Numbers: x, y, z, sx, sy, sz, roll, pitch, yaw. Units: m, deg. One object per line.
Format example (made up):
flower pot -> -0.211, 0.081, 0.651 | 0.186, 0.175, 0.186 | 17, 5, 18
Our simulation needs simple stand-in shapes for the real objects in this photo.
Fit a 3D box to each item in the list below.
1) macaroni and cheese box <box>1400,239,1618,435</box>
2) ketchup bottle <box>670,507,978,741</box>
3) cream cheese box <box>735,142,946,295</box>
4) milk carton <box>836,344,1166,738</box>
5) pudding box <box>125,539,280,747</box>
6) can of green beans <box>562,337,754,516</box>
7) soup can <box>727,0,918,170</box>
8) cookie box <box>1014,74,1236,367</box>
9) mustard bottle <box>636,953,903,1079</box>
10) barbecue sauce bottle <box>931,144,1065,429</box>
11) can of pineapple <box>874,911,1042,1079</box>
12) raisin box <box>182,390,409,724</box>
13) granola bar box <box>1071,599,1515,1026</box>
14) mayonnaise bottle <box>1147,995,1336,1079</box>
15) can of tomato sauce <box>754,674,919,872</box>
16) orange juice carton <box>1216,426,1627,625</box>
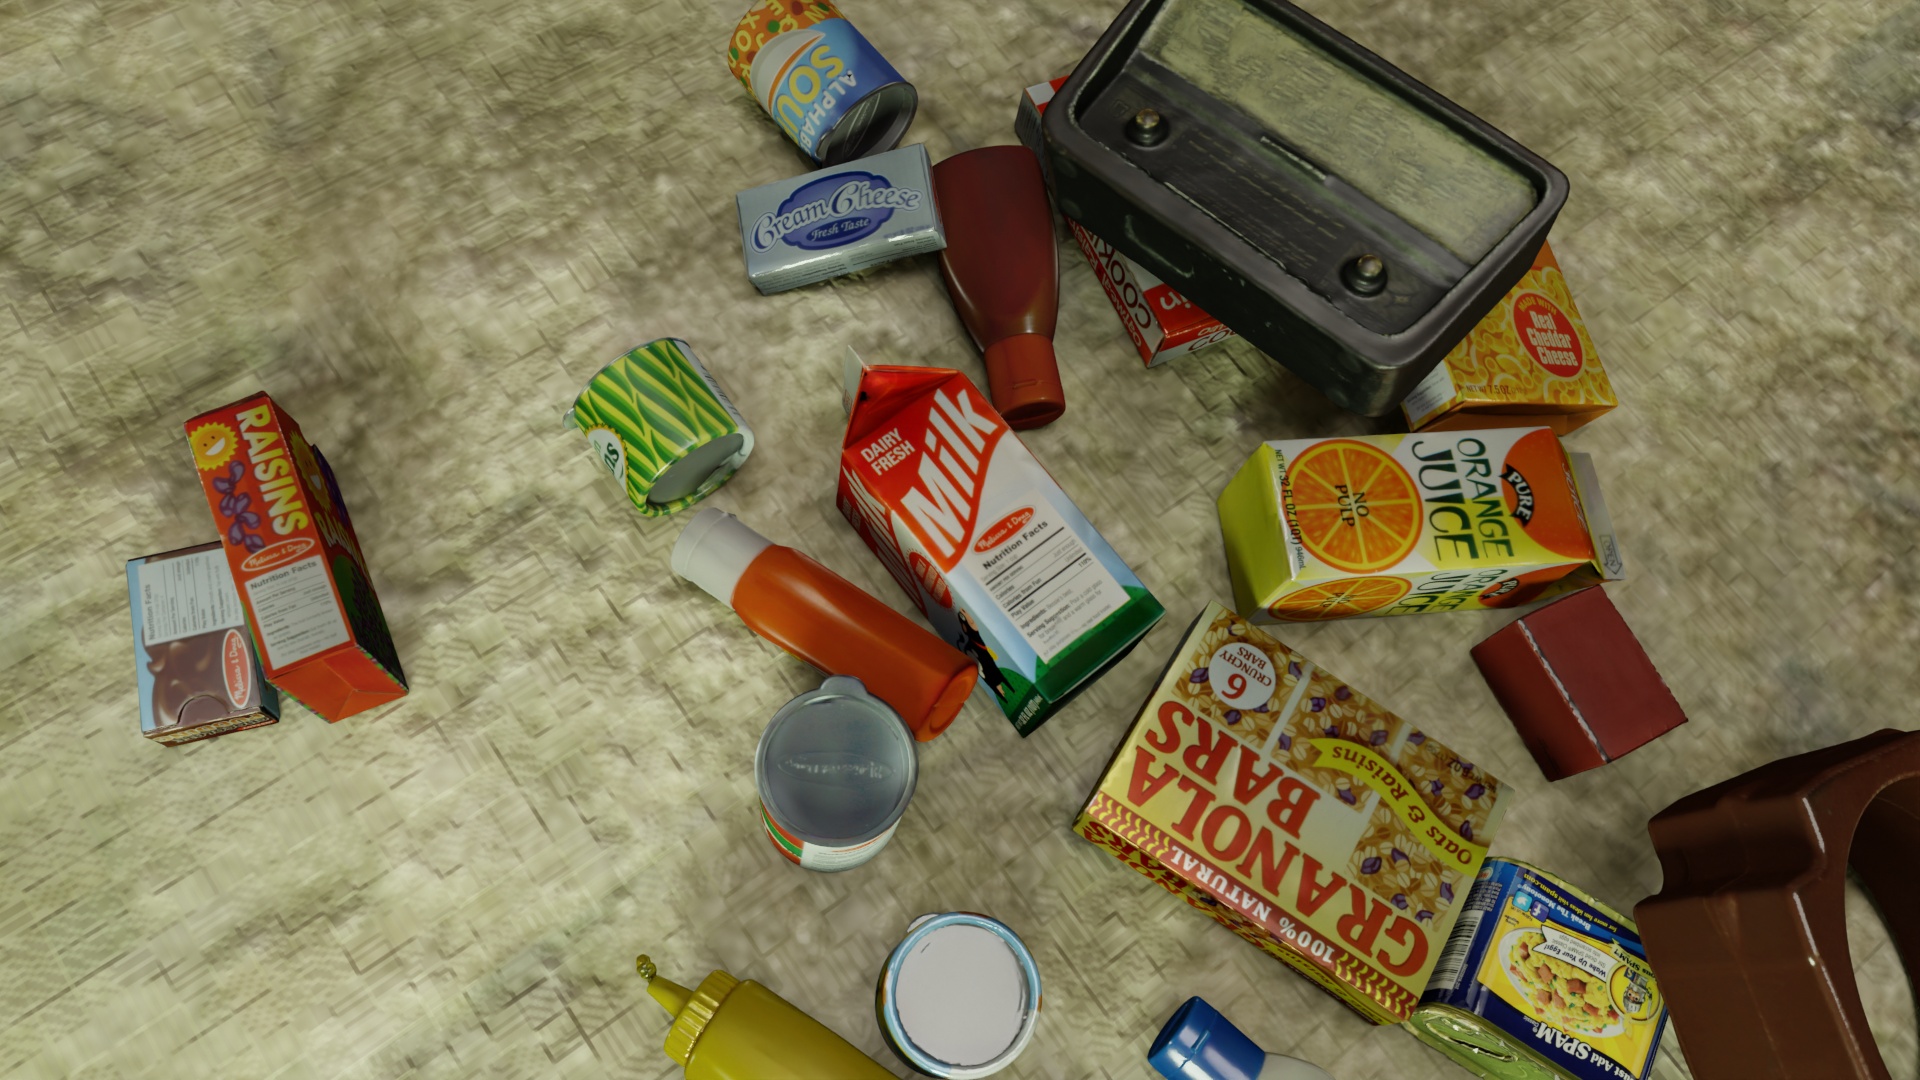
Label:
macaroni and cheese box -> 0.269, -0.138, 0.741 | 0.124, 0.040, 0.167 | -2, 68, -31
ketchup bottle -> -0.065, 0.036, 0.640 | 0.149, 0.064, 0.043 | 32, 93, 14
cream cheese box -> -0.063, -0.166, 0.721 | 0.104, 0.024, 0.053 | -13, 71, 8
milk carton -> 0.002, -0.008, 0.659 | 0.074, 0.072, 0.191 | -36, 78, -18
pudding box -> -0.336, 0.045, 0.616 | 0.050, 0.030, 0.084 | -13, 71, -13
can of green beans -> -0.141, -0.053, 0.661 | 0.071, 0.071, 0.058 | -34, 77, -18
soup can -> -0.076, -0.245, 0.743 | 0.071, 0.071, 0.084 | -38, 77, -19
cookie box -> 0.122, -0.190, 0.762 | 0.123, 0.040, 0.168 | -22, 73, -15
mustard bottle -> -0.070, 0.220, 0.567 | 0.160, 0.065, 0.049 | 31, 63, 11
barbecue sauce bottle -> 0.023, -0.132, 0.725 | 0.065, 0.043, 0.149 | -11, 71, 3
can of pineapple -> -0.003, 0.191, 0.587 | 0.071, 0.057, 0.071 | 2, 69, -6
raisin box -> -0.288, 0.009, 0.606 | 0.040, 0.085, 0.123 | -23, 74, -13
granola bar box -> 0.153, 0.124, 0.645 | 0.165, 0.039, 0.124 | 33, 68, 5
mayonnaise bottle -> 0.148, 0.257, 0.592 | 0.148, 0.041, 0.065 | 39, 68, 9
can of tomato sauce -> -0.055, 0.103, 0.601 | 0.071, 0.082, 0.071 | 3, 69, -7
orange juice carton -> 0.234, -0.008, 0.688 | 0.193, 0.072, 0.072 | -3, 69, -9
